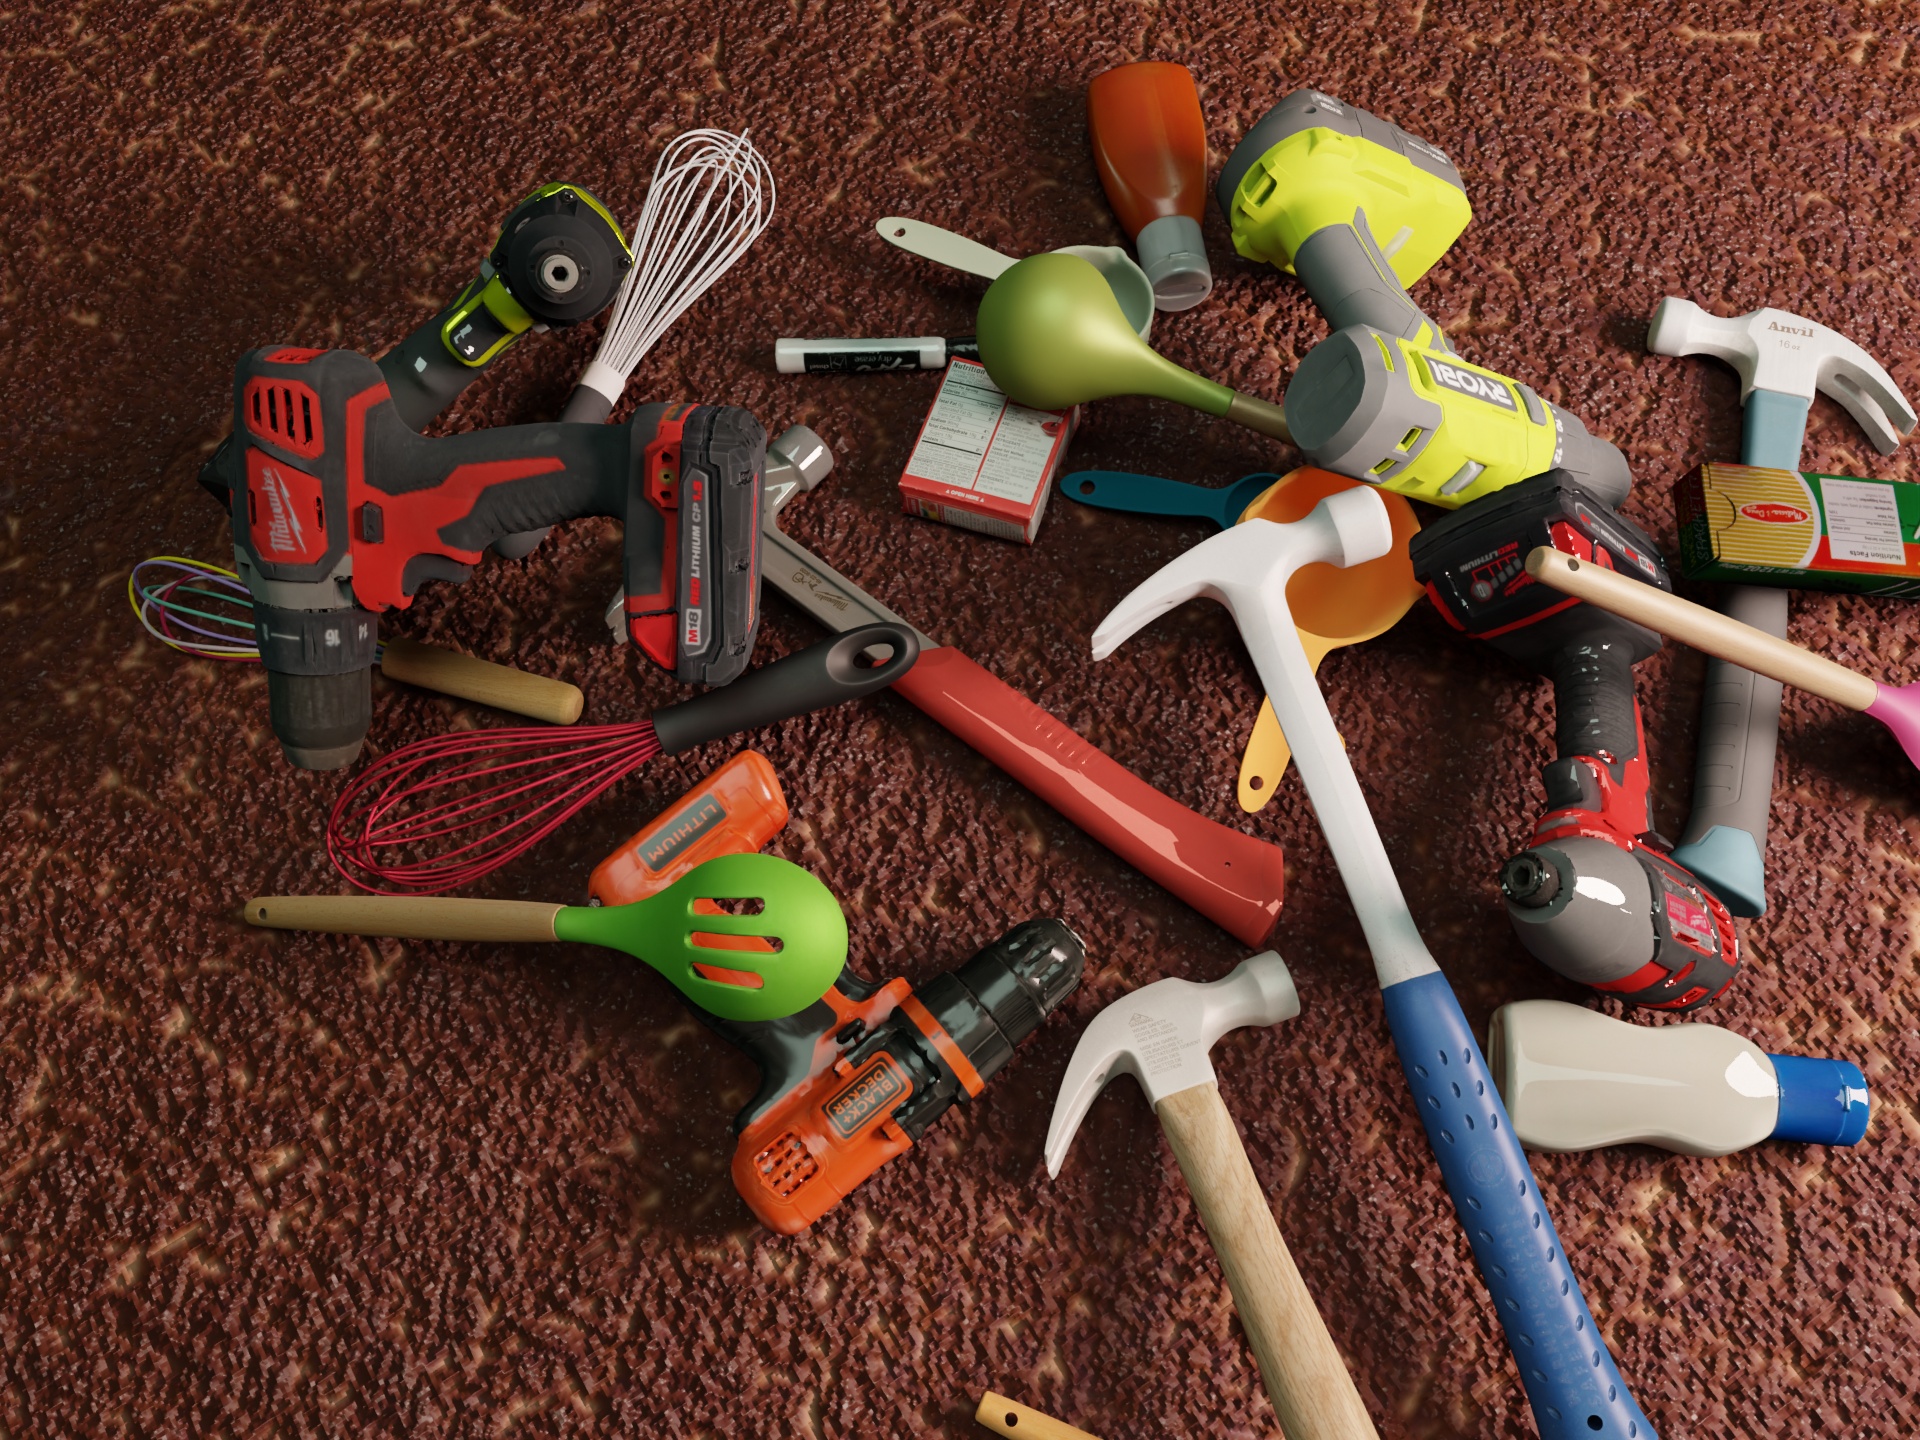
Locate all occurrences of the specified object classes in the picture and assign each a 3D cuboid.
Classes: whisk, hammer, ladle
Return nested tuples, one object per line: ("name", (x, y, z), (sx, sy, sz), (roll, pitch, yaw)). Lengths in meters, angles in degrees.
("whisk", (-0.159, 0.012, 0.746), (0.296, 0.073, 0.073), (-20, 66, 0))
("hammer", (-0.001, -0.002, 0.773), (0.359, 0.036, 0.149), (37, 73, 18))
("hammer", (0.387, -0.063, 0.779), (0.128, 0.033, 0.331), (14, 68, 10))
("ladle", (0.160, -0.154, 0.808), (0.320, 0.062, 0.078), (20, 112, -4))
("hammer", (0.128, 0.247, 0.617), (0.130, 0.031, 0.332), (-19, 52, -3))
("whisk", (-0.181, -0.209, 0.866), (0.070, 0.070, 0.285), (21, 73, 12))
("whisk", (-0.309, -0.035, 0.807), (0.245, 0.051, 0.047), (15, 89, 5))
("hammer", (0.179, 0.101, 0.669), (0.144, 0.035, 0.406), (-19, 73, 2))

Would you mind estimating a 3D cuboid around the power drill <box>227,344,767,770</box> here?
("power drill", (-0.204, -0.063, 0.703), (0.226, 0.080, 0.187), (4, 108, -3))

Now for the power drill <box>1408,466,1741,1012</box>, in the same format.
("power drill", (0.267, 0.010, 0.694), (0.078, 0.143, 0.220), (-26, 54, 41))

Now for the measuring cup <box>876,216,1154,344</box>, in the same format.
("measuring cup", (0.027, -0.235, 0.874), (0.168, 0.038, 0.083), (26, 70, 16))

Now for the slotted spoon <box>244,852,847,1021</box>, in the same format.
("slotted spoon", (-0.196, 0.091, 0.701), (0.314, 0.031, 0.070), (-1, 90, 23))

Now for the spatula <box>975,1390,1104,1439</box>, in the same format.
("spatula", (0.155, 0.333, 0.612), (0.323, 0.041, 0.081), (20, 70, 13))

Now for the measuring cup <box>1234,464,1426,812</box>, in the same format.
("measuring cup", (0.159, -0.038, 0.767), (0.095, 0.052, 0.173), (21, 85, -7))

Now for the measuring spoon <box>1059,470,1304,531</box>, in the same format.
("measuring spoon", (0.115, -0.112, 0.828), (0.129, 0.021, 0.042), (11, 78, 18))

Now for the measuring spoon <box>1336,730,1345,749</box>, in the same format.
("measuring spoon", (0.158, -0.027, 0.790), (0.021, 0.011, 0.117), (-16, 62, -14))

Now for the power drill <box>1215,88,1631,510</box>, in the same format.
("power drill", (0.228, -0.195, 0.789), (0.190, 0.080, 0.229), (10, 51, -29))

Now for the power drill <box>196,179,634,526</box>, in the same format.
("power drill", (-0.256, -0.173, 0.777), (0.223, 0.080, 0.171), (-40, 24, 5))

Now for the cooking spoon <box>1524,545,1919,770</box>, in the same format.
("cooking spoon", (0.376, -0.019, 0.696), (0.318, 0.017, 0.069), (18, 65, -18))
